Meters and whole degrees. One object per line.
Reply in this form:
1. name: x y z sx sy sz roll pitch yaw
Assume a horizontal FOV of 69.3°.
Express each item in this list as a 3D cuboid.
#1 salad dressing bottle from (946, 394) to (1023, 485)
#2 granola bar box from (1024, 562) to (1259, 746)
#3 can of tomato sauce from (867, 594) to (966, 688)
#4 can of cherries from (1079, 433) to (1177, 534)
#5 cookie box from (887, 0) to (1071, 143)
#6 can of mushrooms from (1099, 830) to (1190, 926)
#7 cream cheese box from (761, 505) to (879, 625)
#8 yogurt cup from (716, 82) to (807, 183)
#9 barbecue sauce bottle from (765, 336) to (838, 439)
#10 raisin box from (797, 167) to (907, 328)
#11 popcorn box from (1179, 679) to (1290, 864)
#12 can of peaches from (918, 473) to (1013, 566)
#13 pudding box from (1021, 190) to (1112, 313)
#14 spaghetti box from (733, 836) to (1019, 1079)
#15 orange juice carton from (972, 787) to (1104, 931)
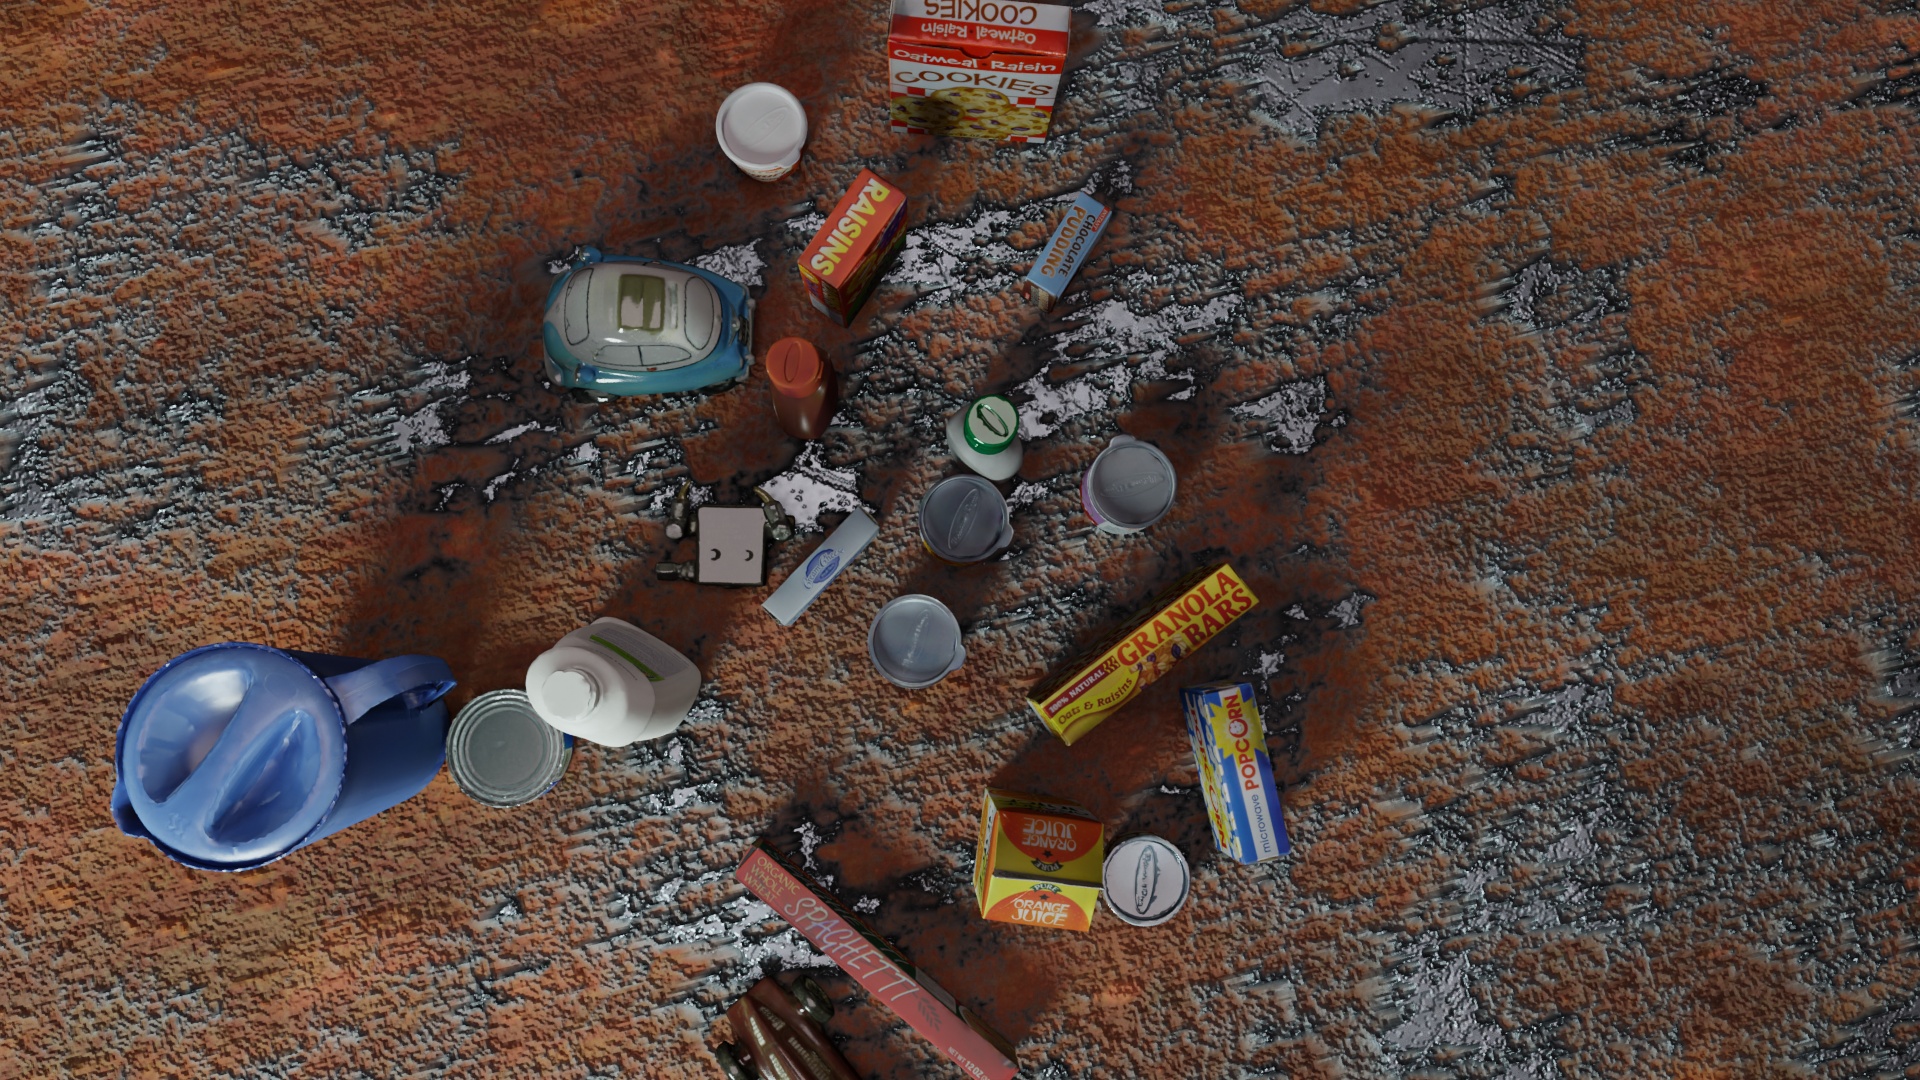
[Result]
1. salad dressing bottle: 0.019 -0.074 1.001 0.044 0.147 0.064 -42 88 -4
2. granola bar box: 0.126 0.080 1.004 0.166 0.124 0.039 -37 88 -5
3. can of tomato sauce: -0.032 0.074 1.019 0.071 0.083 0.071 0 85 -2
4. can of cherries: 0.125 -0.042 1.048 0.071 0.058 0.071 0 85 -2
5. cookie box: 0.010 -0.341 1.014 0.123 0.167 0.040 4 86 -2
6. can of mushrooms: 0.133 0.250 1.035 0.071 0.033 0.071 0 85 -2
7. cream cheese box: -0.102 0.020 1.036 0.024 0.053 0.104 44 85 2
8. yogurt cup: -0.150 -0.308 1.062 0.072 0.054 0.072 0 85 -2
9. barbecue sauce bottle: -0.114 -0.113 0.999 0.044 0.148 0.065 11 85 -1
10. raisin box: -0.077 -0.212 1.022 0.040 0.123 0.086 35 85 1
11. popcorn box: 0.200 0.167 1.019 0.038 0.085 0.126 -12 86 -3
12. can of peaches: 0.004 -0.013 1.040 0.071 0.058 0.071 0 85 -2
13. pudding box: 0.081 -0.220 1.066 0.030 0.049 0.084 32 85 1
14. spaghetti box: -0.062 0.308 1.014 0.250 0.050 0.029 40 85 1
15. orange juice carton: 0.052 0.219 0.955 0.072 0.192 0.073 8 85 -1
